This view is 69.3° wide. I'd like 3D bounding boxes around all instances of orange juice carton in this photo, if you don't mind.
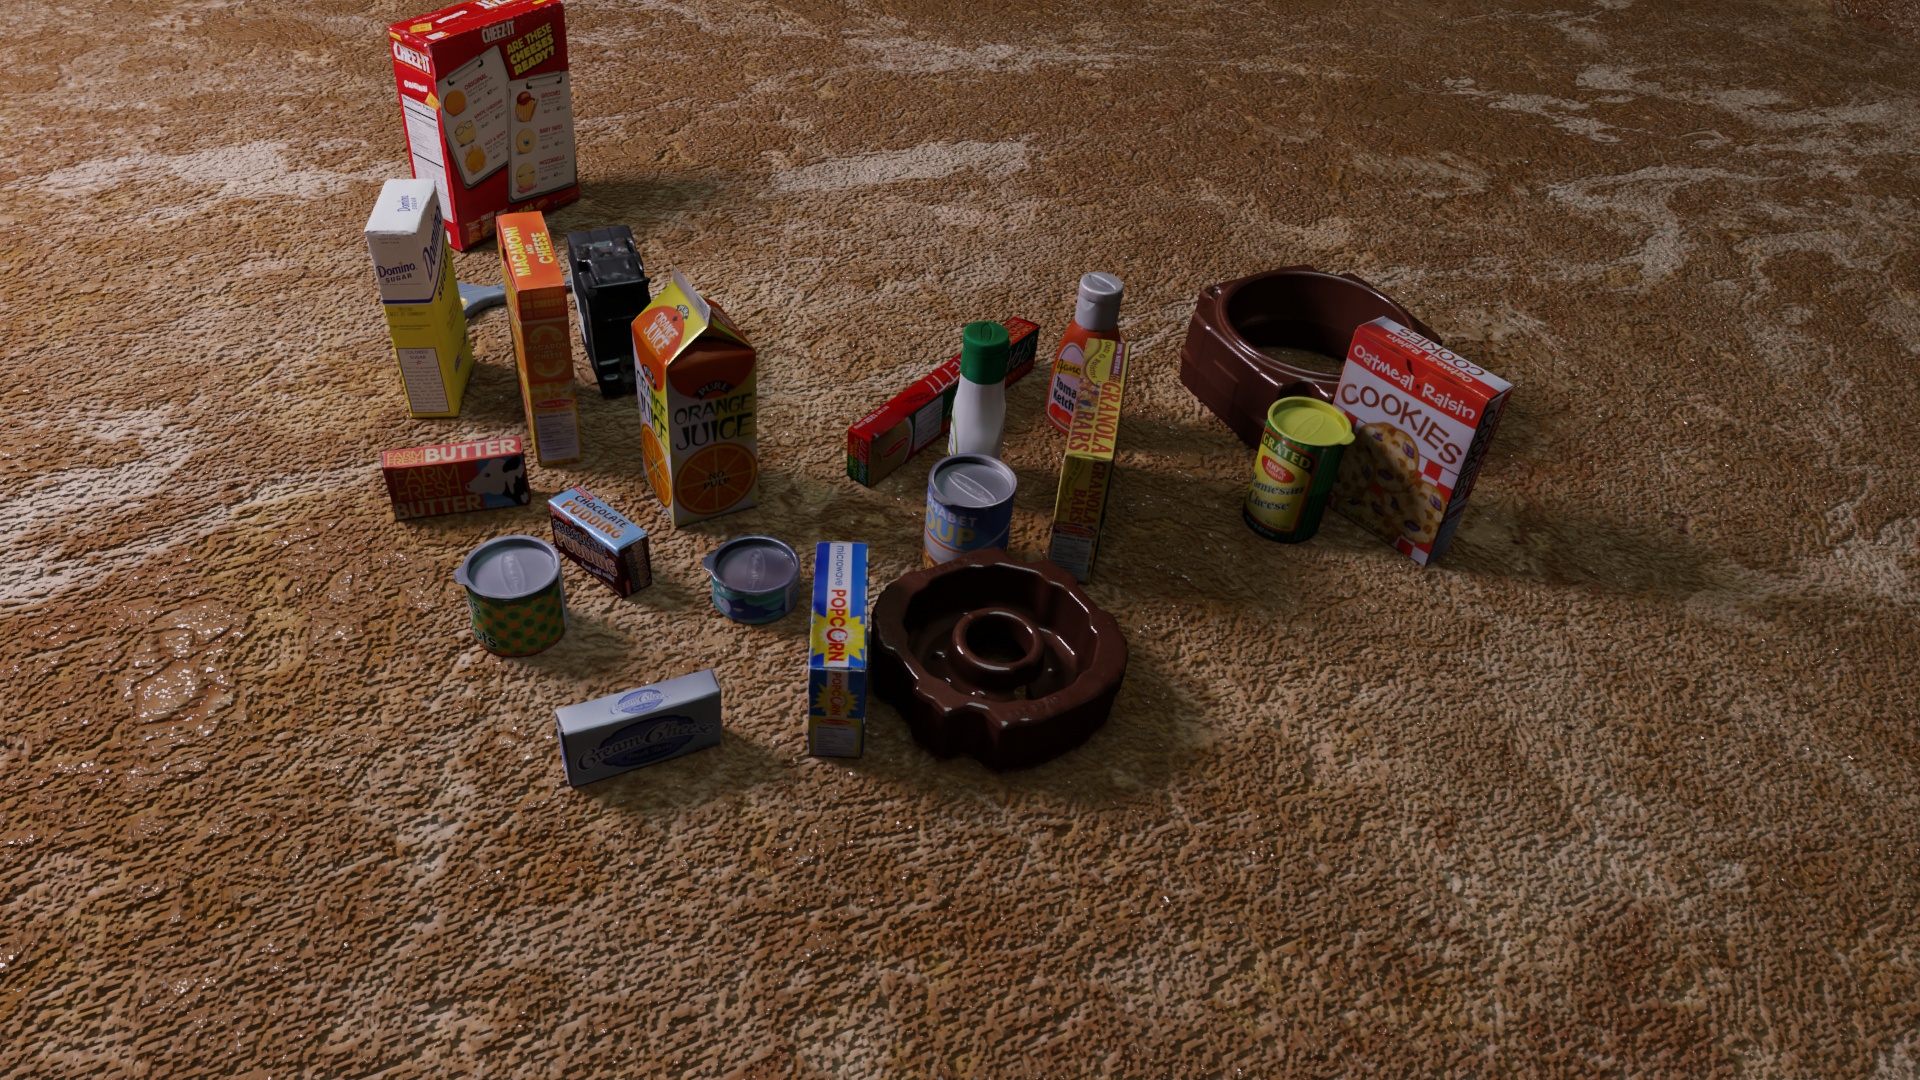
[{"bbox_3d":[-0.202,-0.111,1.064,0.073,0.191,0.072,-17,45,-25],"label":"orange juice carton"}]

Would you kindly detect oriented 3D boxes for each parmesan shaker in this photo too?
[{"bbox_3d":[0.274,-0.055,1.130,0.071,0.102,0.072,4,40,-3],"label":"parmesan shaker"}]

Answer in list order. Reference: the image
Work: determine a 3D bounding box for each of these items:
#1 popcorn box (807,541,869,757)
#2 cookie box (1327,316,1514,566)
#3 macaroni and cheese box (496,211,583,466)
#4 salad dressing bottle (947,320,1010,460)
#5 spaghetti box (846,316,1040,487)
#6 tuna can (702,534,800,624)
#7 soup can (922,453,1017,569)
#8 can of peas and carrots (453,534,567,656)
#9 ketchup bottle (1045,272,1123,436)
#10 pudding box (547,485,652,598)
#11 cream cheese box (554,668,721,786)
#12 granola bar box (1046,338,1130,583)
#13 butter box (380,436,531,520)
[{"bbox_3d":[-0.082,0.072,0.946,0.038,0.084,0.127,2,40,-5],"label":"popcorn box"},{"bbox_3d":[0.357,-0.079,1.121,0.040,0.166,0.123,-27,50,-34],"label":"cookie box"},{"bbox_3d":[-0.342,-0.163,1.128,0.040,0.165,0.124,-11,43,-19],"label":"macaroni and cheese box"},{"bbox_3d":[0.015,-0.106,1.122,0.044,0.146,0.064,6,40,0],"label":"salad dressing bottle"},{"bbox_3d":[-0.011,-0.126,1.218,0.029,0.049,0.251,28,45,24],"label":"spaghetti box"},{"bbox_3d":[-0.154,0.029,1.028,0.071,0.032,0.071,4,40,-3],"label":"tuna can"},{"bbox_3d":[0.004,-0.013,1.060,0.071,0.083,0.072,4,40,-3],"label":"soup can"},{"bbox_3d":[-0.314,0.040,0.974,0.071,0.058,0.071,4,40,-3],"label":"can of peas and carrots"},{"bbox_3d":[0.112,-0.158,1.196,0.044,0.148,0.065,-29,51,-35],"label":"ketchup bottle"},{"bbox_3d":[-0.268,0.000,1.034,0.084,0.049,0.030,32,46,27],"label":"pudding box"},{"bbox_3d":[-0.206,0.121,0.896,0.104,0.053,0.024,-14,44,-23],"label":"cream cheese box"},{"bbox_3d":[0.103,-0.065,1.103,0.039,0.123,0.166,10,40,4],"label":"granola bar box"},{"bbox_3d":[-0.388,-0.048,1.073,0.104,0.052,0.024,-8,42,-16],"label":"butter box"}]
